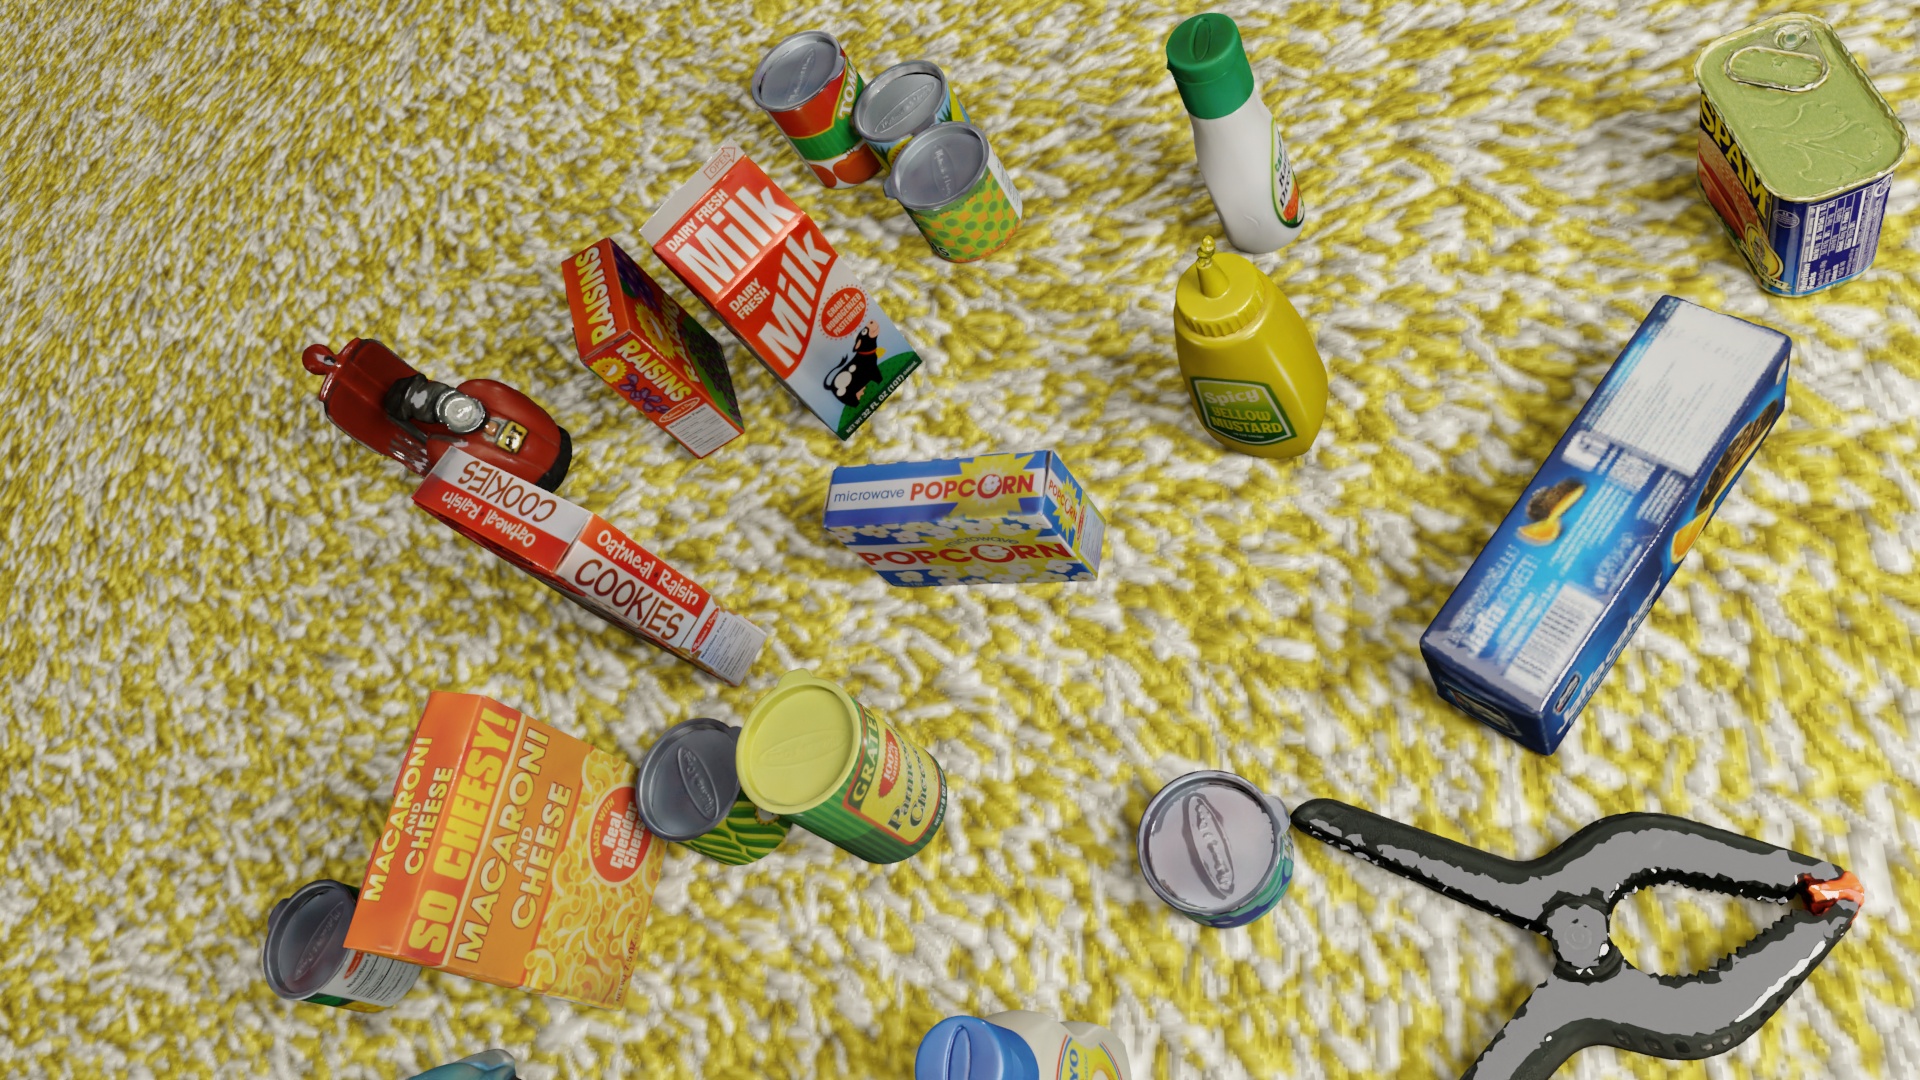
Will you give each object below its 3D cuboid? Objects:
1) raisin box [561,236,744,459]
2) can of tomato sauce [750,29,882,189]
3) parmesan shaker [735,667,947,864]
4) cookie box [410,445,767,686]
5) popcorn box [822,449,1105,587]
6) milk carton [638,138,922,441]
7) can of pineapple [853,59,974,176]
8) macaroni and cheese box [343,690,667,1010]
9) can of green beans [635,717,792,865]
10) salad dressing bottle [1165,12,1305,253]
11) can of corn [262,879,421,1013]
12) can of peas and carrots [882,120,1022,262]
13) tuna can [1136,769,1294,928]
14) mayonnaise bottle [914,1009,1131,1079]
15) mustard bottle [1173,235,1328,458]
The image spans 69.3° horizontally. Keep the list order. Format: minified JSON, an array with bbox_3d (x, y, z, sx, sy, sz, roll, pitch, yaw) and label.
[{"bbox_3d":[-0.190,-0.118,0.863,0.040,0.123,0.086,-28,56,11],"label":"raisin box"},{"bbox_3d":[-0.088,-0.286,0.927,0.071,0.083,0.071,-11,60,21],"label":"can of tomato sauce"},{"bbox_3d":[-0.056,0.113,0.687,0.071,0.103,0.071,-11,60,21],"label":"parmesan shaker"},{"bbox_3d":[-0.202,0.018,0.770,0.123,0.167,0.040,21,76,33],"label":"cookie box"},{"bbox_3d":[0.003,-0.009,0.734,0.126,0.085,0.038,-3,64,25],"label":"popcorn box"},{"bbox_3d":[-0.105,-0.144,0.794,0.072,0.190,0.073,-47,54,-2],"label":"milk carton"},{"bbox_3d":[-0.027,-0.265,0.901,0.071,0.057,0.071,-11,60,21],"label":"can of pineapple"},{"bbox_3d":[-0.219,0.161,0.703,0.040,0.166,0.124,-1,65,26],"label":"macaroni and cheese box"},{"bbox_3d":[-0.129,0.135,0.740,0.071,0.057,0.071,-11,60,21],"label":"can of green beans"},{"bbox_3d":[0.146,-0.212,0.733,0.044,0.147,0.064,-4,64,25],"label":"salad dressing bottle"},{"bbox_3d":[-0.354,0.233,0.799,0.071,0.058,0.071,-11,60,21],"label":"can of corn"},{"bbox_3d":[-0.004,-0.214,0.862,0.071,0.058,0.071,-11,60,21],"label":"can of peas and carrots"},{"bbox_3d":[0.119,0.139,0.631,0.071,0.032,0.071,-11,60,21],"label":"tuna can"},{"bbox_3d":[0.029,0.221,0.561,0.041,0.147,0.065,-6,62,24],"label":"mayonnaise bottle"},{"bbox_3d":[0.134,-0.094,0.669,0.065,0.160,0.049,8,69,29],"label":"mustard bottle"}]
